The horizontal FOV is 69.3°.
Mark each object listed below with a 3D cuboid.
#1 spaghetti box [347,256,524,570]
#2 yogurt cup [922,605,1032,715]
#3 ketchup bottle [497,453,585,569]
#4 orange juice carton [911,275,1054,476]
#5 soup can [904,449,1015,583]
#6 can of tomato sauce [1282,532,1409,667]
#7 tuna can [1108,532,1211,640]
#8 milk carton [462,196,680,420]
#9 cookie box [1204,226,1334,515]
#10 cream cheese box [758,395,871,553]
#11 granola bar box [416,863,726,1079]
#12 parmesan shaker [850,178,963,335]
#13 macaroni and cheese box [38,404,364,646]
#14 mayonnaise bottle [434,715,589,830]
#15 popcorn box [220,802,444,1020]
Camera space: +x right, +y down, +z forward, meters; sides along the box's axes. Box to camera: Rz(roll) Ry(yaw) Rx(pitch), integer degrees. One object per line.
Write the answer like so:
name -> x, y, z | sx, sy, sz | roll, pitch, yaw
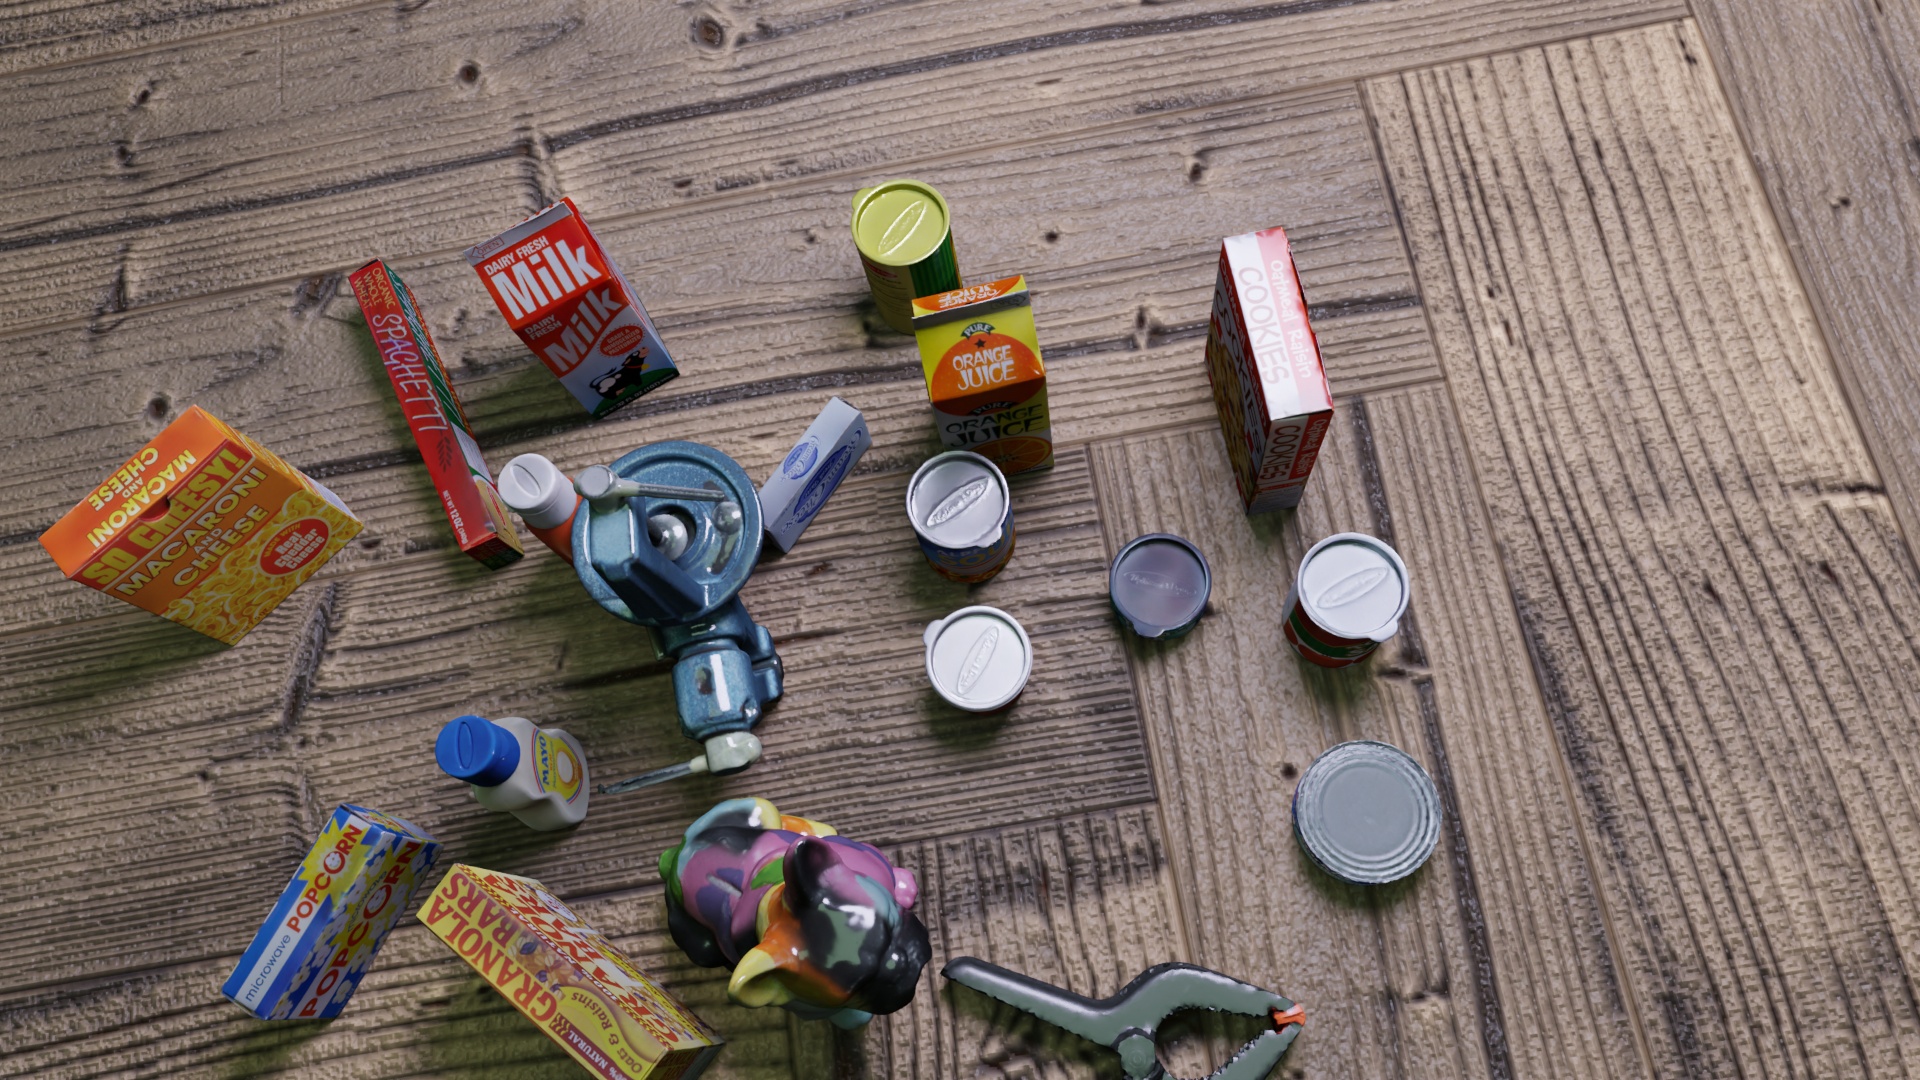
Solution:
spaghetti box -> -0.377, -0.093, 0.996 | 0.029, 0.050, 0.250 | -28, 71, -4
yogurt cup -> 0.014, 0.081, 0.895 | 0.072, 0.053, 0.072 | -2, 71, 5
ketchup bottle -> -0.254, -0.012, 0.903 | 0.043, 0.148, 0.065 | -43, 73, -8
orange juice carton -> 0.015, -0.106, 0.885 | 0.072, 0.192, 0.073 | -12, 71, 2
soup can -> 0.003, -0.011, 0.911 | 0.071, 0.083, 0.071 | -2, 71, 5
can of tomato sauce -> 0.241, 0.041, 0.870 | 0.071, 0.083, 0.071 | -2, 71, 5
tuna can -> 0.130, 0.033, 0.910 | 0.071, 0.032, 0.071 | -2, 71, 5
milk carton -> -0.261, -0.161, 0.933 | 0.072, 0.190, 0.073 | -29, 71, -4
cookie box -> 0.192, -0.102, 0.879 | 0.040, 0.167, 0.123 | -11, 71, 2
cream cheese box -> -0.103, -0.045, 0.950 | 0.024, 0.053, 0.104 | 33, 78, 15
granola bar box -> -0.227, 0.261, 0.821 | 0.166, 0.124, 0.039 | 34, 78, 15
parmesan shaker -> -0.037, -0.197, 0.968 | 0.071, 0.102, 0.071 | -2, 72, 5
macaroni and cheese box -> -0.491, -0.005, 0.916 | 0.040, 0.166, 0.124 | 42, 80, 17
mayonnaise bottle -> -0.273, 0.139, 0.854 | 0.041, 0.147, 0.065 | -12, 71, 2
popcorn box -> -0.389, 0.233, 0.867 | 0.038, 0.085, 0.127 | 25, 76, 13
